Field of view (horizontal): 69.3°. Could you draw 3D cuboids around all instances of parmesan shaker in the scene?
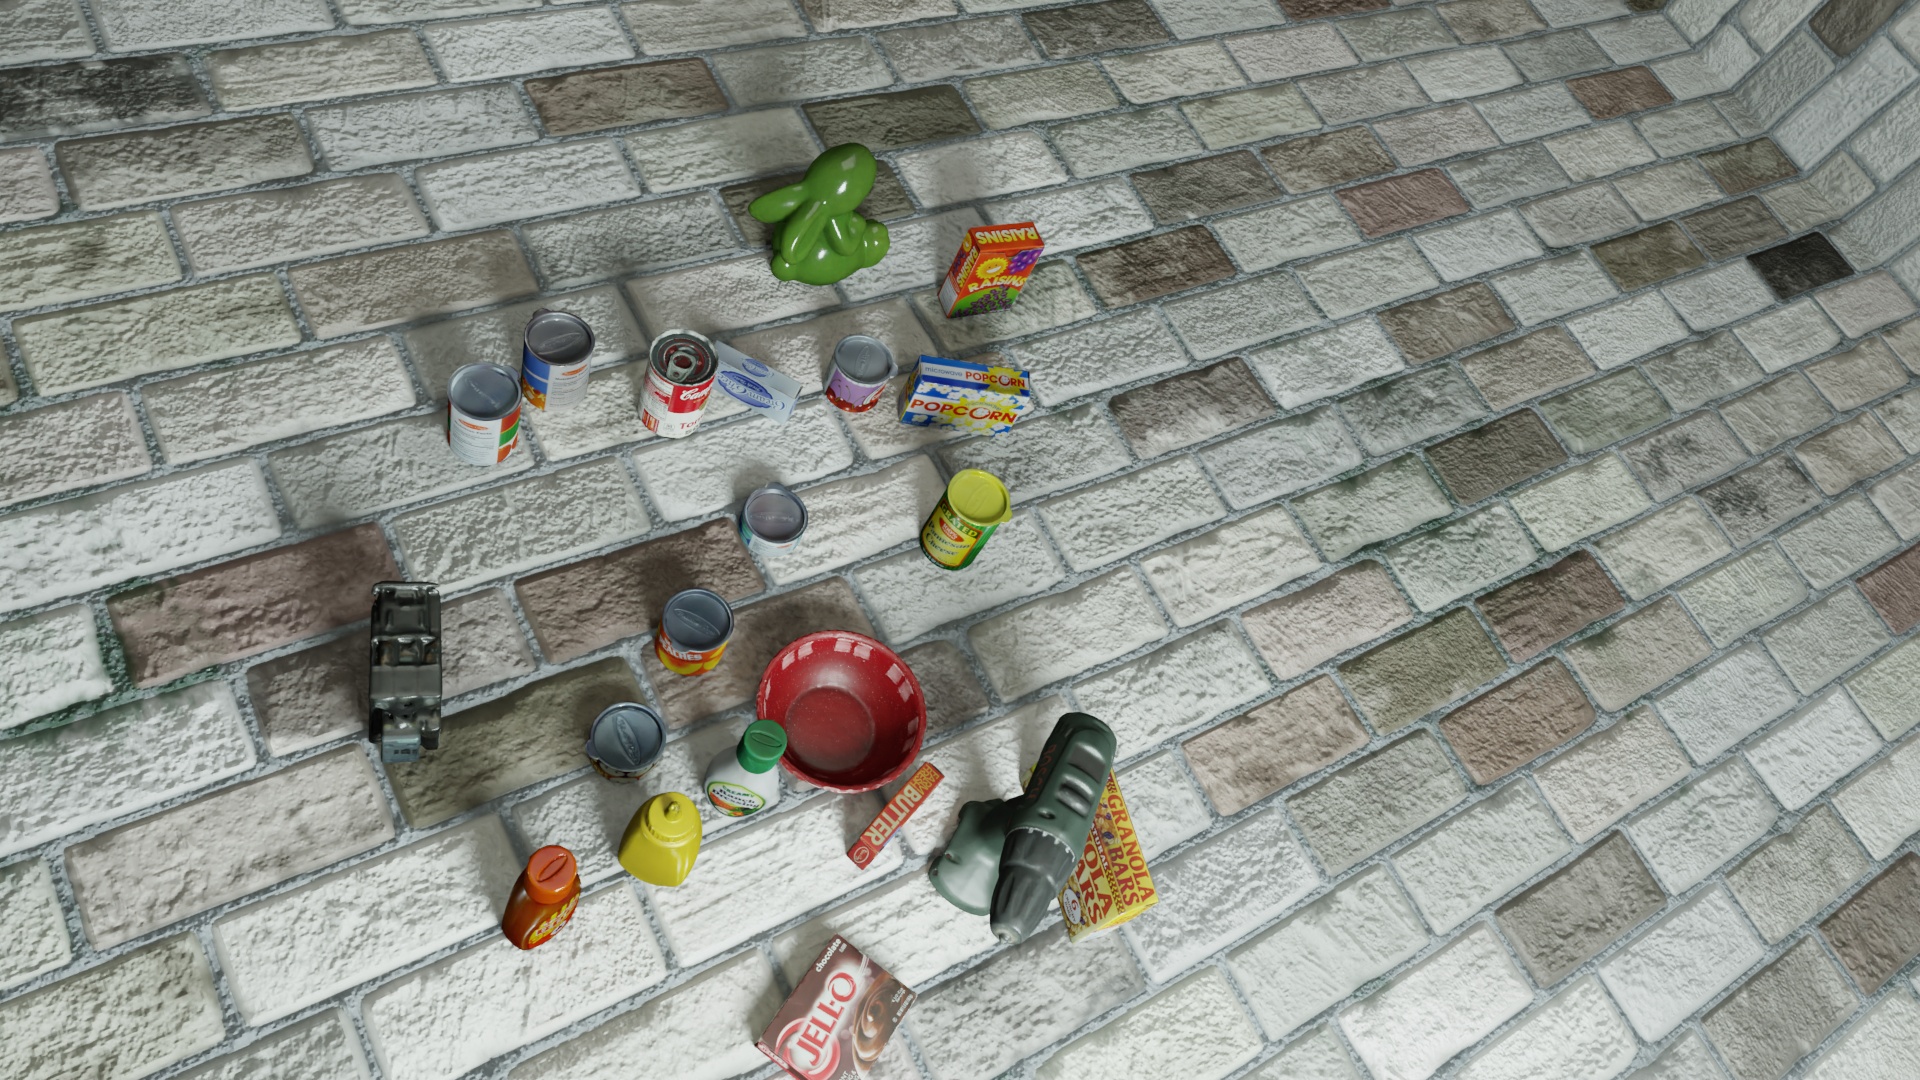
[{"bbox_3d":[0.005,-0.018,1.426,0.071,0.102,0.071,9,59,-16],"label":"parmesan shaker"}]

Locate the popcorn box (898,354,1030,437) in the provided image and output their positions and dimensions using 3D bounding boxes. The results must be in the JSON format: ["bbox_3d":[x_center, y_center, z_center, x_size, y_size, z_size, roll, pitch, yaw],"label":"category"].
[{"bbox_3d":[0.003,-0.157,1.518,0.127,0.084,0.038,7,59,-17],"label":"popcorn box"}]

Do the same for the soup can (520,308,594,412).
[{"bbox_3d":[-0.402,-0.178,1.377,0.071,0.083,0.071,9,59,-16],"label":"soup can"}]

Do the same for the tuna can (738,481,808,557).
[{"bbox_3d":[-0.189,-0.021,1.397,0.071,0.032,0.071,9,58,-16],"label":"tuna can"}]

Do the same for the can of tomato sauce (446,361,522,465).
[{"bbox_3d":[-0.454,-0.121,1.325,0.071,0.082,0.071,9,59,-16],"label":"can of tomato sauce"}]

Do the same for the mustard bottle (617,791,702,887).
[{"bbox_3d":[-0.243,0.241,1.146,0.065,0.159,0.049,24,56,-6],"label":"mustard bottle"}]

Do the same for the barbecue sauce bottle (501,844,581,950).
[{"bbox_3d":[-0.329,0.279,1.099,0.044,0.147,0.065,44,56,7],"label":"barbecue sauce bottle"}]

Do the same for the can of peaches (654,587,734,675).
[{"bbox_3d":[-0.250,0.087,1.295,0.071,0.057,0.071,9,59,-16],"label":"can of peaches"}]

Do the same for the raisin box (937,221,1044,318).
[{"bbox_3d":[0.034,-0.310,1.595,0.086,0.122,0.040,-11,66,-26],"label":"raisin box"}]

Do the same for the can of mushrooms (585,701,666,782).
[{"bbox_3d":[-0.300,0.180,1.237,0.071,0.033,0.071,9,58,-16],"label":"can of mushrooms"}]

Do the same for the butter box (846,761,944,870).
[{"bbox_3d":[-0.060,0.252,1.274,0.024,0.053,0.104,41,56,5],"label":"butter box"}]

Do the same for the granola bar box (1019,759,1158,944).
[{"bbox_3d":[0.116,0.274,1.285,0.039,0.123,0.166,-7,64,-24],"label":"granola bar box"}]

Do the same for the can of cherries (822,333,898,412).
[{"bbox_3d":[-0.109,-0.179,1.504,0.071,0.058,0.072,9,59,-16],"label":"can of cherries"}]

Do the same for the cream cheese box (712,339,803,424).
[{"bbox_3d":[-0.220,-0.165,1.457,0.104,0.053,0.024,27,56,-4],"label":"cream cheese box"}]

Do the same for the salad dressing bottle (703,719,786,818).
[{"bbox_3d":[-0.183,0.197,1.202,0.064,0.147,0.044,22,56,-8],"label":"salad dressing bottle"}]
